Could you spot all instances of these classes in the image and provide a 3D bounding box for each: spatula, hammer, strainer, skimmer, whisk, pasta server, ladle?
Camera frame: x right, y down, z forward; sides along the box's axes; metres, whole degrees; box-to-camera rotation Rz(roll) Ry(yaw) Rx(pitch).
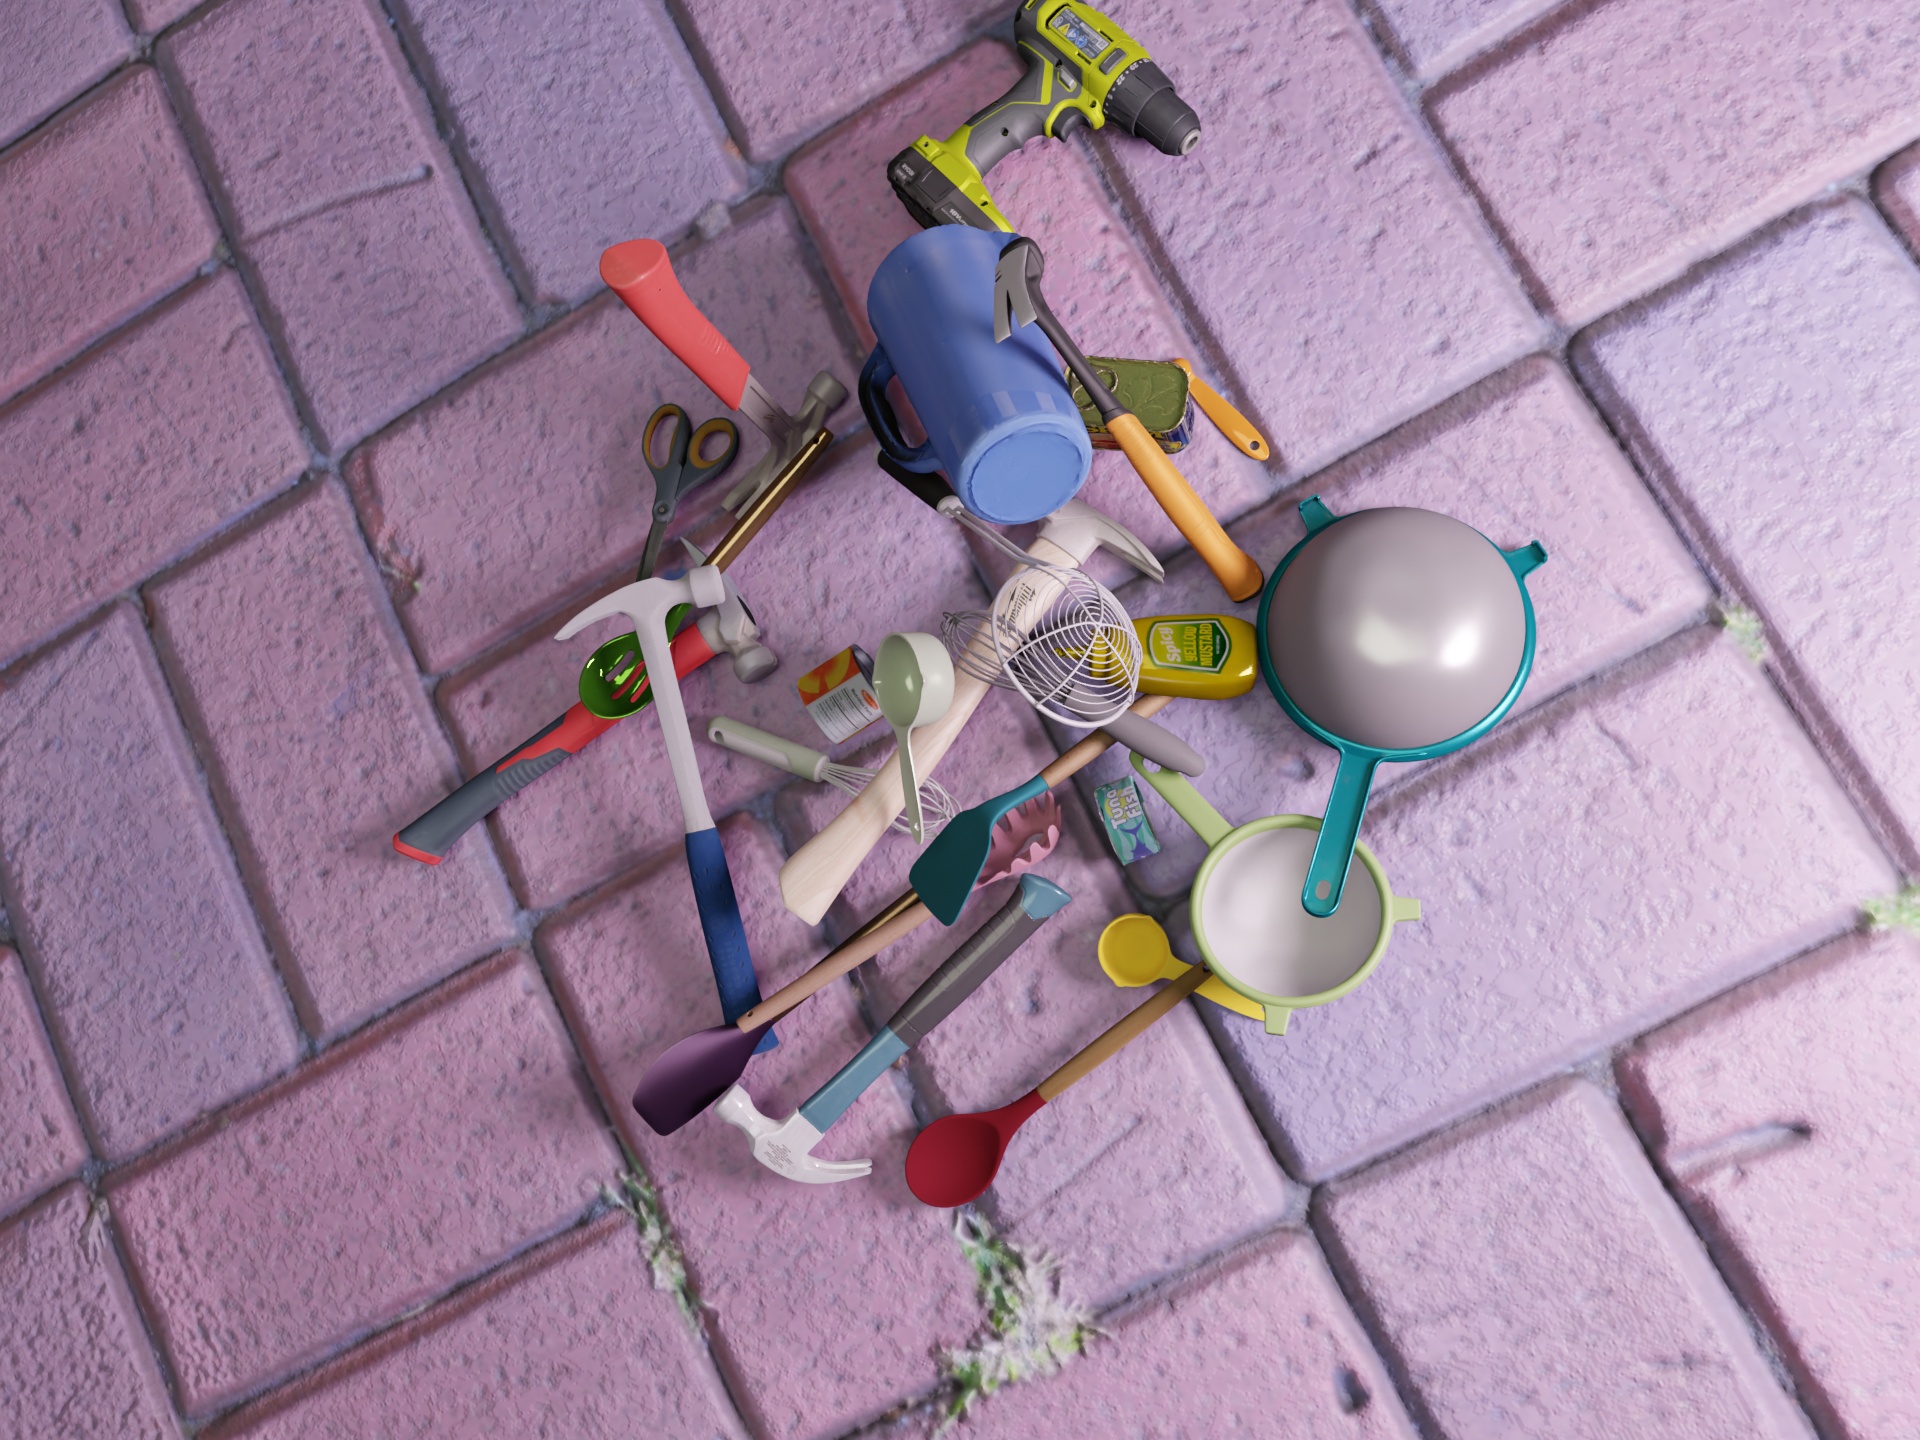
[{"bbox_3d":[0.090,0.040,1.275,0.317,0.044,0.082,-36,36,-7],"label":"spatula"},{"bbox_3d":[-0.002,-0.004,1.288,0.146,0.038,0.411,34,82,14],"label":"hammer"},{"bbox_3d":[0.309,-0.023,1.186,0.211,0.095,0.340,15,75,16],"label":"strainer"},{"bbox_3d":[0.015,-0.119,1.254,0.364,0.127,0.090,44,127,47],"label":"skimmer"},{"bbox_3d":[0.133,-0.206,1.198,0.034,0.127,0.336,-29,122,25],"label":"hammer"},{"bbox_3d":[-0.226,0.082,1.331,0.144,0.035,0.405,-13,92,-3],"label":"hammer"},{"bbox_3d":[-0.352,-0.003,1.411,0.386,0.038,0.143,-34,76,8],"label":"hammer"},{"bbox_3d":[-0.111,0.044,1.343,0.246,0.059,0.057,20,132,19],"label":"whisk"},{"bbox_3d":[-0.139,0.226,1.313,0.316,0.018,0.059,-38,102,-4],"label":"spatula"},{"bbox_3d":[0.222,0.117,1.245,0.151,0.069,0.257,-40,63,-4],"label":"strainer"},{"bbox_3d":[0.087,-0.021,1.243,0.239,0.055,0.055,30,92,2],"label":"whisk"},{"bbox_3d":[-0.049,0.160,1.292,0.316,0.040,0.060,-32,38,-1],"label":"pasta server"},{"bbox_3d":[0.084,0.282,1.265,0.315,0.031,0.069,-40,85,11],"label":"ladle"},{"bbox_3d":[-0.192,-0.266,1.233,0.037,0.359,0.149,39,91,16],"label":"hammer"},{"bbox_3d":[-0.041,0.246,1.296,0.331,0.033,0.128,-44,94,2],"label":"hammer"}]

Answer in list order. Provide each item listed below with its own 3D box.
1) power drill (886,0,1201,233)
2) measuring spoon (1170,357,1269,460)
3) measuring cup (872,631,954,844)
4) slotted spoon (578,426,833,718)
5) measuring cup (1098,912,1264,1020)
[{"bbox_3d":[0.070,-0.486,1.340,0.228,0.080,0.191,-44,75,3],"label":"power drill"},{"bbox_3d":[0.213,-0.257,1.311,0.021,0.011,0.117,-42,76,6],"label":"measuring spoon"},{"bbox_3d":[-0.029,0.012,1.246,0.038,0.083,0.167,-9,95,-31],"label":"measuring cup"},{"bbox_3d":[-0.212,-0.127,1.359,0.070,0.031,0.314,41,92,15],"label":"slotted spoon"},{"bbox_3d":[0.184,0.201,1.267,0.156,0.029,0.062,24,96,3],"label":"measuring cup"}]
